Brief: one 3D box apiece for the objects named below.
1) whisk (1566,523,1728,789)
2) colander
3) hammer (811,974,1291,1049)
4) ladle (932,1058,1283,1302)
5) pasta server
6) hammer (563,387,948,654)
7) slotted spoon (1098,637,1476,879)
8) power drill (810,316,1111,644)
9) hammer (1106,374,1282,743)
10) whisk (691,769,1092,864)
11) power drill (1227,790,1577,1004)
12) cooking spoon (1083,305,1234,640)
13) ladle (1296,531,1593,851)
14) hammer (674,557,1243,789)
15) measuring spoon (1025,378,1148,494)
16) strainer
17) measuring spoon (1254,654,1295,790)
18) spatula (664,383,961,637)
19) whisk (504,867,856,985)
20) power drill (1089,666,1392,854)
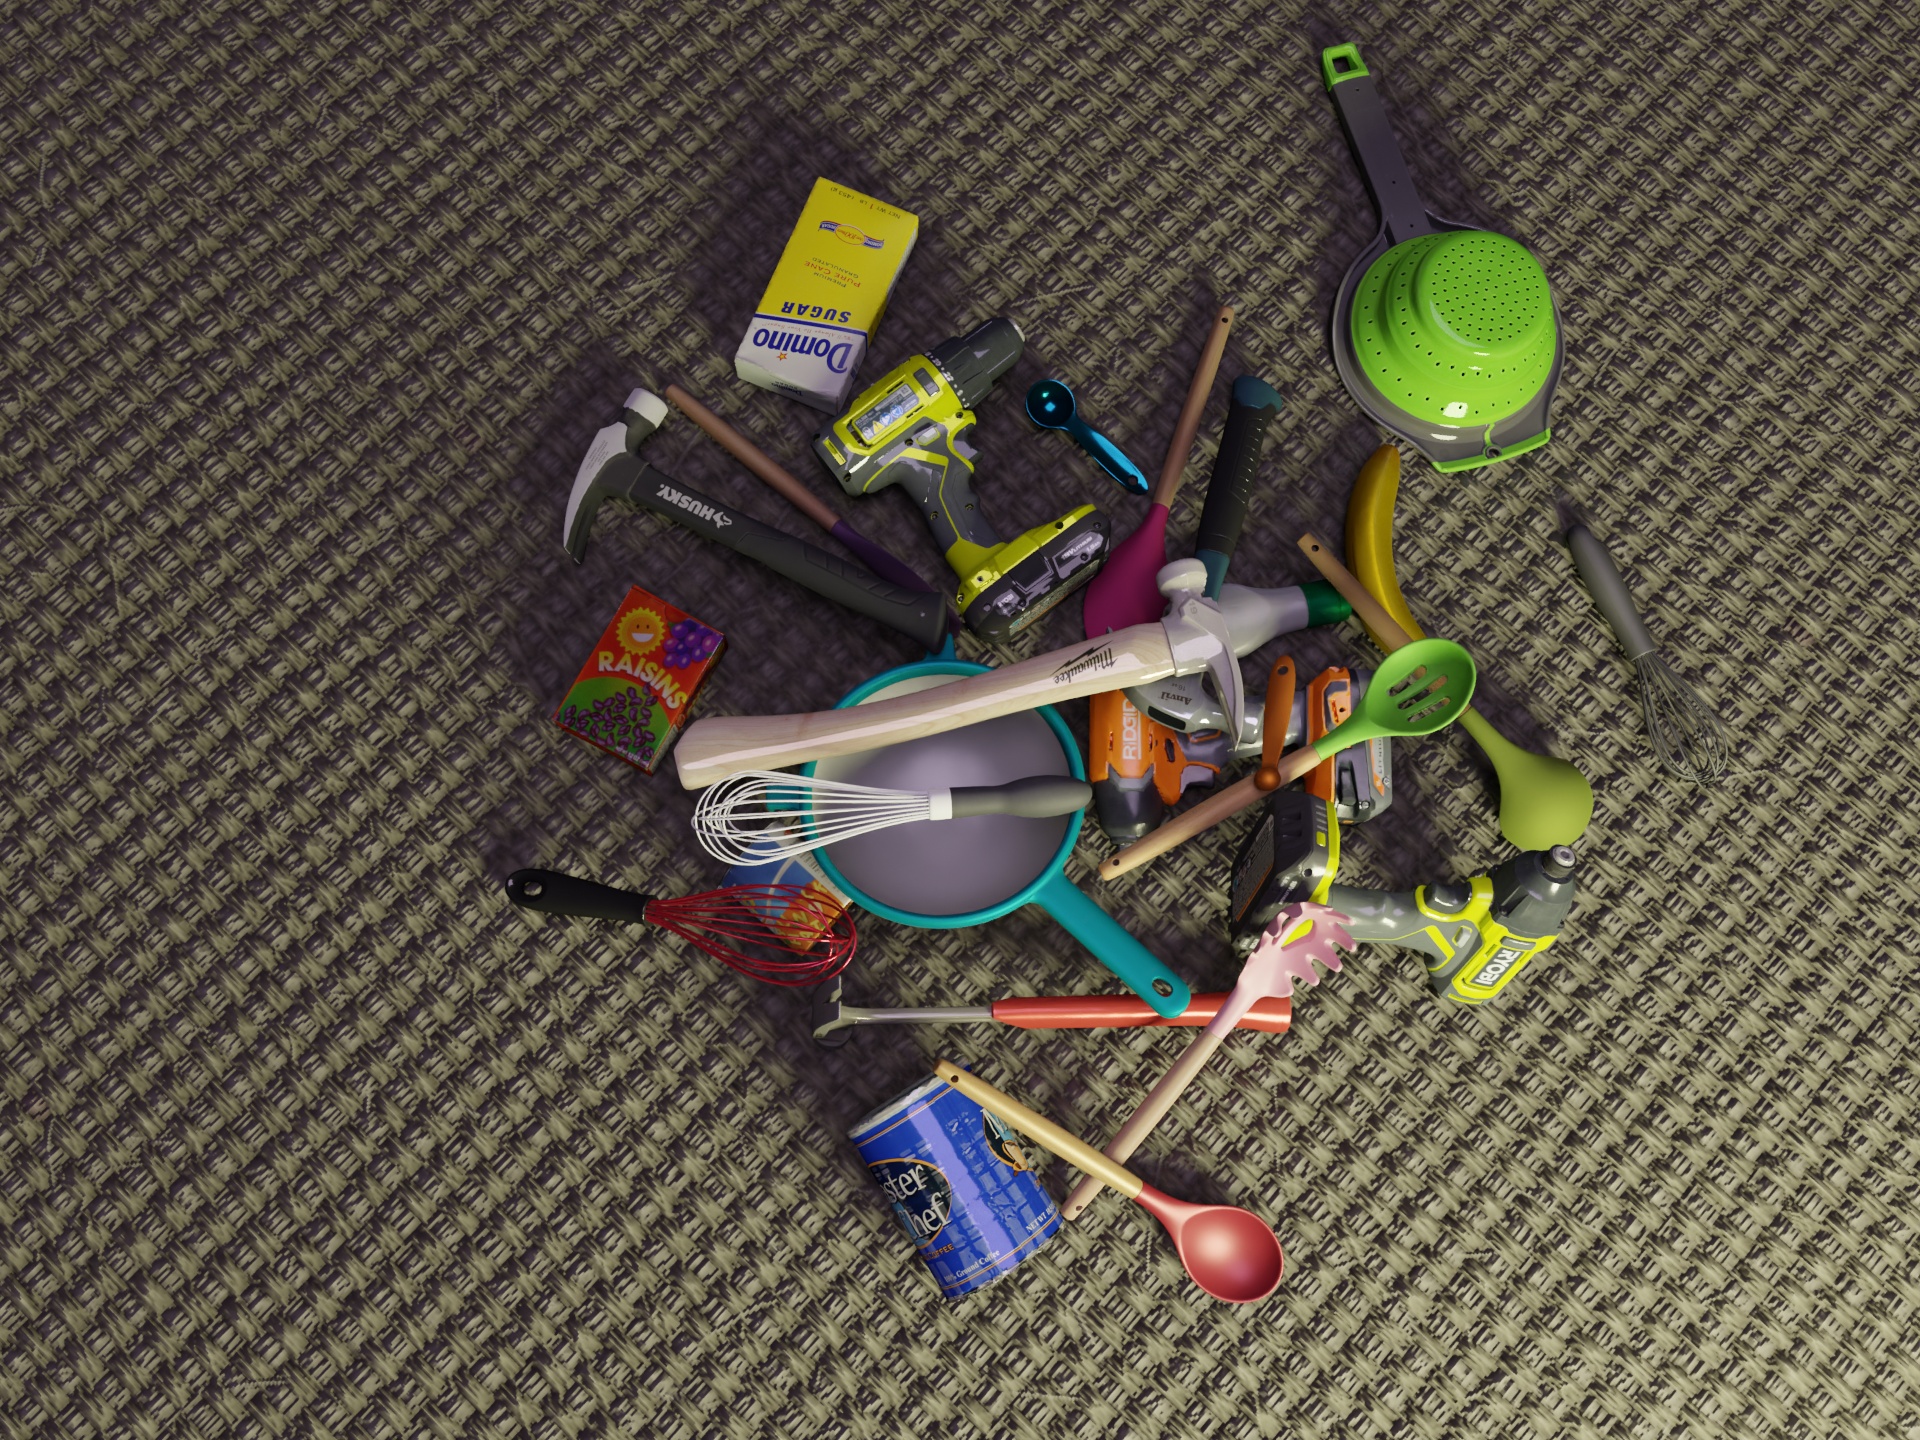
[{"bbox_3d":[0.550,-0.054,1.287,0.055,0.055,0.239,-21,76,-7],"label":"whisk"},{"bbox_3d":[0.391,-0.410,1.325,0.204,0.094,0.397,-17,80,-6],"label":"colander"},{"bbox_3d":[0.071,0.213,1.169,0.359,0.149,0.037,1,70,-9],"label":"hammer"},{"bbox_3d":[0.107,0.328,1.149,0.315,0.031,0.069,35,92,-15],"label":"ladle"},{"bbox_3d":[0.169,0.249,1.144,0.060,0.040,0.316,30,106,-21],"label":"pasta server"},{"bbox_3d":[-0.156,-0.133,1.236,0.335,0.035,0.146,27,79,15],"label":"hammer"},{"bbox_3d":[0.240,0.035,1.179,0.314,0.031,0.070,-30,63,2],"label":"slotted spoon"},{"bbox_3d":[0.018,-0.195,1.265,0.190,0.080,0.228,-37,81,-3],"label":"power drill"},{"bbox_3d":[0.202,-0.138,1.249,0.128,0.033,0.331,14,63,9],"label":"hammer"},{"bbox_3d":[-0.047,0.061,1.126,0.284,0.070,0.070,-4,79,-6],"label":"whisk"},{"bbox_3d":[0.323,0.128,1.165,0.223,0.171,0.080,12,49,-5],"label":"power drill"},{"bbox_3d":[0.172,-0.199,1.306,0.068,0.017,0.319,20,79,-5],"label":"cooking spoon"},{"bbox_3d":[0.376,-0.026,1.256,0.078,0.062,0.320,-42,85,1],"label":"ladle"},{"bbox_3d":[-0.002,-0.004,1.155,0.410,0.038,0.146,-14,68,-1],"label":"hammer"},{"bbox_3d":[0.104,-0.230,1.316,0.128,0.021,0.042,42,76,-4],"label":"measuring spoon"},{"bbox_3d":[0.033,0.107,1.182,0.340,0.095,0.211,41,73,16],"label":"strainer"},{"bbox_3d":[0.233,-0.001,1.181,0.021,0.011,0.117,0,60,25],"label":"measuring spoon"},{"bbox_3d":[-0.119,-0.172,1.275,0.316,0.059,0.018,40,72,10],"label":"spatula"},{"bbox_3d":[-0.209,0.142,1.163,0.296,0.073,0.073,7,77,21],"label":"whisk"},{"bbox_3d":[0.213,0.034,1.234,0.226,0.084,0.164,1,79,2],"label":"power drill"}]
